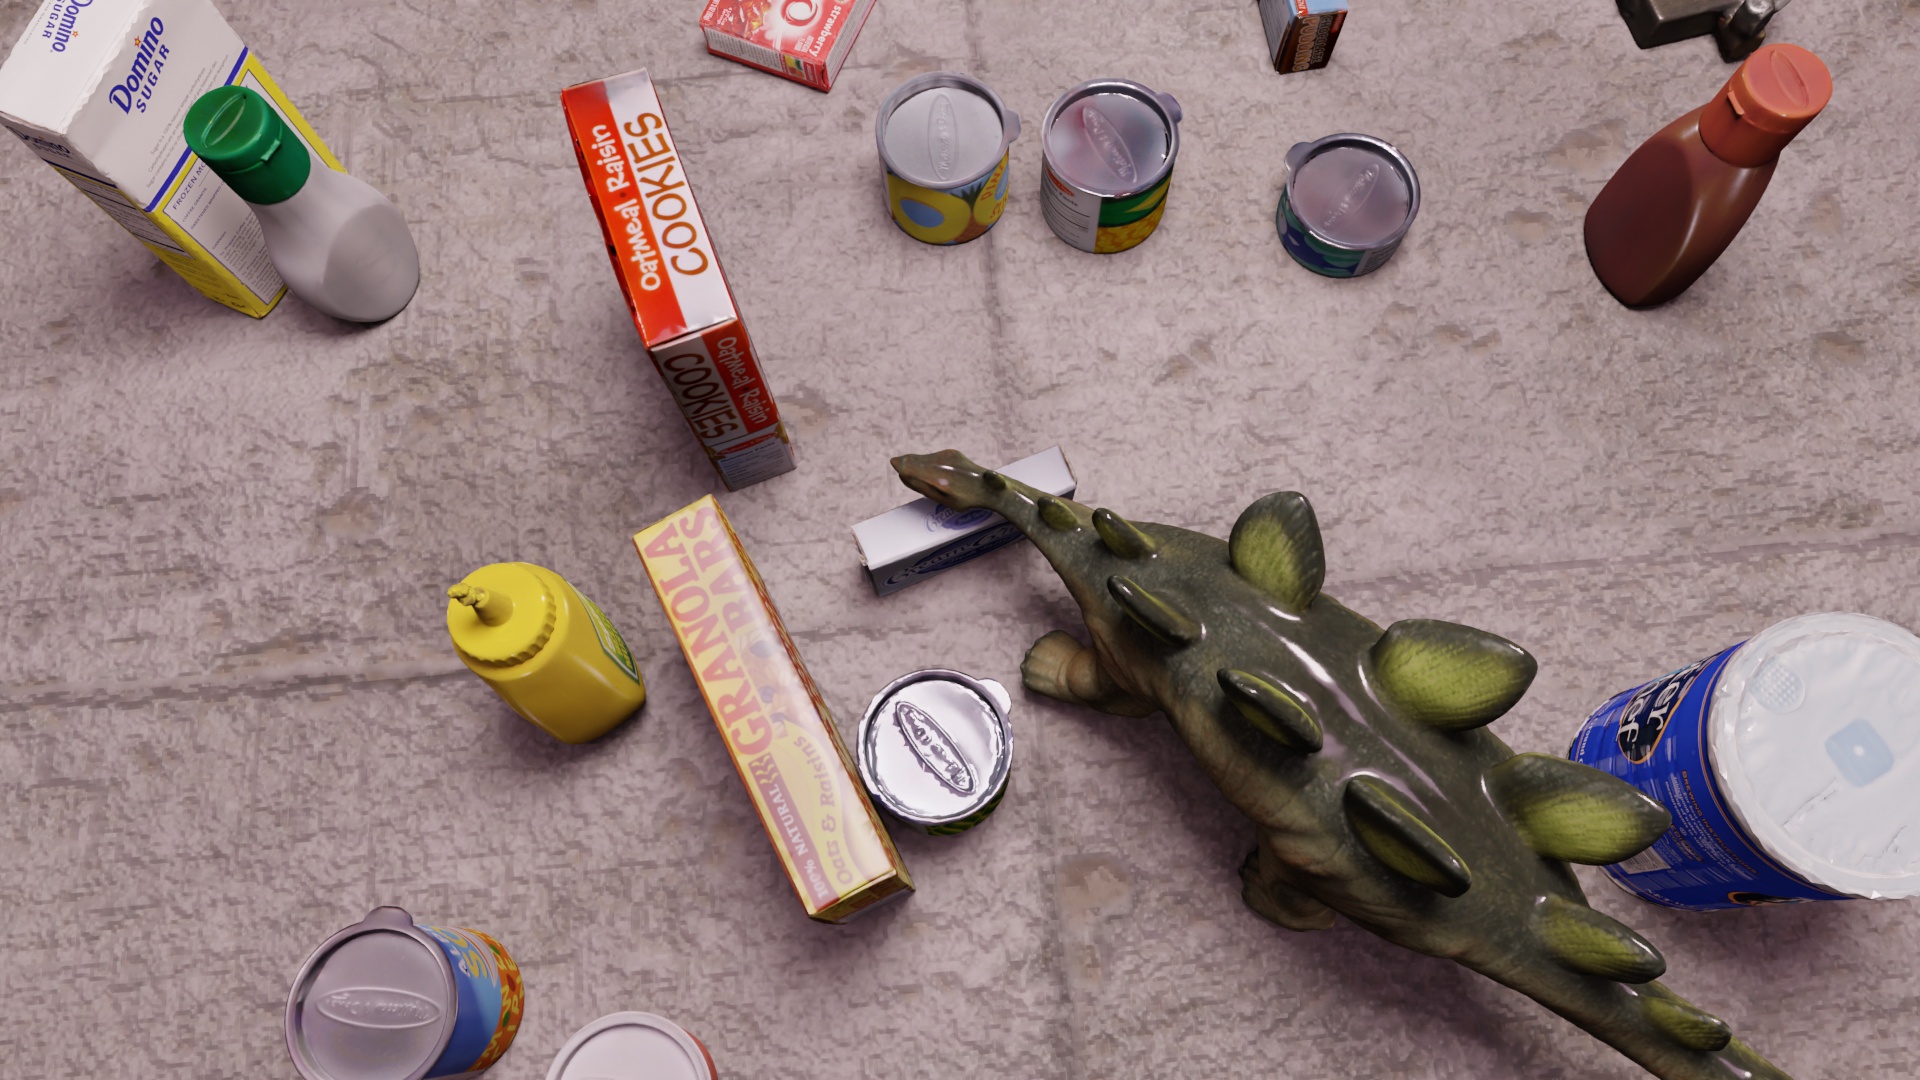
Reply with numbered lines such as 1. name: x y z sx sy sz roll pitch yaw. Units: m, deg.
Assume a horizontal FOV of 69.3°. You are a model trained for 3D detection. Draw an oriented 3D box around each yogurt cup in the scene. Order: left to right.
1. yogurt cup: -0.131 0.228 0.570 0.072 0.053 0.072 0 73 1

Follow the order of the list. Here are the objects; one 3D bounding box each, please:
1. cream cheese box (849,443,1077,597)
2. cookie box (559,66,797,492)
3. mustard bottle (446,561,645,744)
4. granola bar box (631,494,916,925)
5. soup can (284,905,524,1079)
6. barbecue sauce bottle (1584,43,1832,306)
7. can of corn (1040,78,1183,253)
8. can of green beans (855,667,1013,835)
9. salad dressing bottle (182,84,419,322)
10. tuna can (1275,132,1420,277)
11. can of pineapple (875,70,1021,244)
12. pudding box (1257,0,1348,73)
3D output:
1. cream cheese box: 0.002 -0.008 0.642 0.104 0.053 0.024 -22 74 -5
2. cookie box: -0.121 -0.107 0.617 0.040 0.167 0.123 -21 73 -5
3. mustard bottle: -0.174 0.042 0.574 0.049 0.159 0.065 -33 75 -8
4. granola bar box: -0.075 0.077 0.580 0.039 0.124 0.166 -27 74 -7
5. soup can: -0.223 0.188 0.569 0.071 0.083 0.071 0 73 1
6. barbecue sauce bottle: 0.338 -0.166 0.636 0.044 0.148 0.065 -15 73 -3
7. can of corn: 0.075 -0.187 0.695 0.071 0.058 0.071 0 73 1
8. can of green beans: -0.010 0.094 0.608 0.071 0.057 0.071 0 73 1
9. salad dressing bottle: -0.303 -0.153 0.646 0.044 0.147 0.064 27 75 9
10. tuna can: 0.192 -0.170 0.700 0.071 0.032 0.071 0 73 1
11. can of pineapple: -0.006 -0.190 0.698 0.071 0.057 0.071 0 73 1
12. pudding box: 0.176 -0.297 0.732 0.030 0.049 0.084 -9 73 -1
